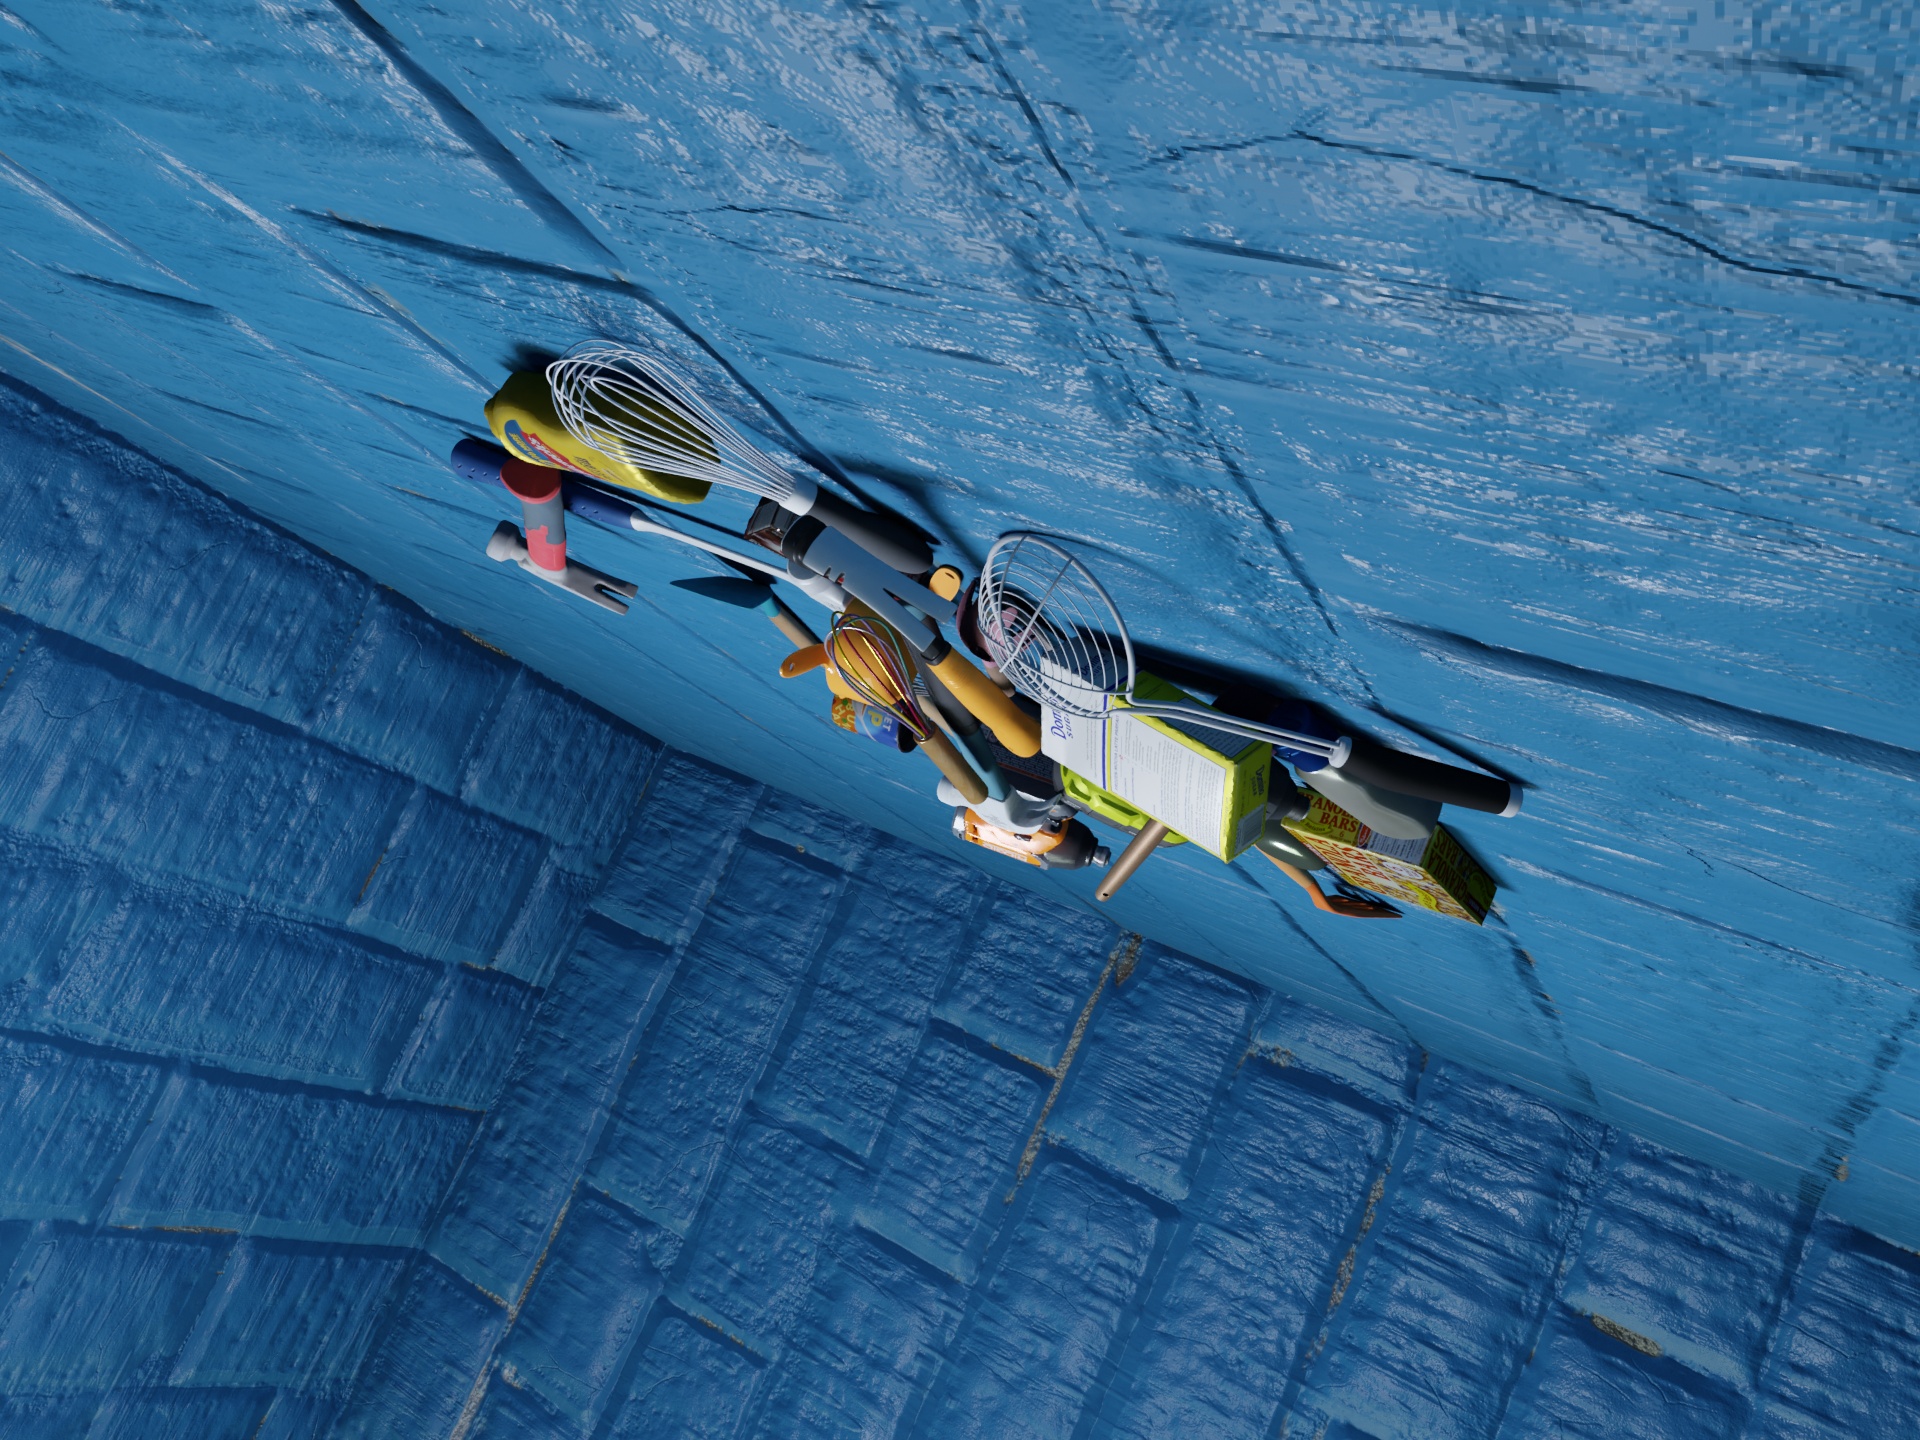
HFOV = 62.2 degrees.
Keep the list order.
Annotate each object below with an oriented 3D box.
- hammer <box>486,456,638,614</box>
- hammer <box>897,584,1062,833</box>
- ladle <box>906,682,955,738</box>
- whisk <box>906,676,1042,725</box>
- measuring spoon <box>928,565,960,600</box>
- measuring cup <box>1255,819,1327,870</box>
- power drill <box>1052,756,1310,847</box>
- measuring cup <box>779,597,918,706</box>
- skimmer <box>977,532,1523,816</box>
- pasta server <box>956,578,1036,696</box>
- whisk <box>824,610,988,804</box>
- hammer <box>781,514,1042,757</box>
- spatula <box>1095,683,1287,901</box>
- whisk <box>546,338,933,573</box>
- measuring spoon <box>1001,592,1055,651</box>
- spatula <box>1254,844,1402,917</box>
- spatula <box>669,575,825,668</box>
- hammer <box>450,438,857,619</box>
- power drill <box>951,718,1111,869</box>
[{"bbox_3d":[-0.338,-0.156,1.349,0.143,0.038,0.386,25,171,-11],"label":"hammer"},{"bbox_3d":[-0.002,-0.004,1.287,0.128,0.033,0.330,22,155,30],"label":"hammer"},{"bbox_3d":[-0.010,-0.011,1.582,0.078,0.062,0.319,15,160,45],"label":"ladle"},{"bbox_3d":[0.000,-0.024,1.434,0.239,0.055,0.055,21,171,-1],"label":"whisk"},{"bbox_3d":[-0.012,-0.097,1.161,0.021,0.011,0.117,32,167,-2],"label":"measuring spoon"},{"bbox_3d":[0.325,0.126,1.454,0.083,0.038,0.167,15,165,46],"label":"measuring cup"},{"bbox_3d":[0.171,0.044,1.282,0.171,0.080,0.223,26,168,-6],"label":"power drill"},{"bbox_3d":[-0.081,-0.047,1.246,0.052,0.095,0.173,19,-163,18],"label":"measuring cup"},{"bbox_3d":[0.183,-0.022,0.995,0.363,0.090,0.127,15,152,-8],"label":"skimmer"},{"bbox_3d":[0.032,-0.050,1.243,0.060,0.040,0.316,38,178,8],"label":"pasta server"},{"bbox_3d":[-0.037,-0.007,1.245,0.047,0.051,0.244,44,175,45],"label":"whisk"},{"bbox_3d":[-0.002,-0.035,1.097,0.127,0.034,0.336,35,177,29],"label":"hammer"},{"bbox_3d":[0.162,0.065,1.188,0.059,0.018,0.315,23,144,-5],"label":"spatula"},{"bbox_3d":[-0.129,-0.155,0.995,0.284,0.070,0.070,25,172,-34],"label":"whisk"},{"bbox_3d":[0.066,-0.062,1.152,0.034,0.018,0.124,34,174,46],"label":"measuring spoon"},{"bbox_3d":[0.336,0.141,1.576,0.081,0.041,0.322,16,163,46],"label":"spatula"},{"bbox_3d":[-0.178,-0.089,1.530,0.082,0.044,0.317,18,171,17],"label":"spatula"},{"bbox_3d":[-0.261,-0.163,1.346,0.406,0.035,0.144,21,170,21],"label":"hammer"},{"bbox_3d":[0.074,0.081,1.545,0.164,0.084,0.226,19,159,8],"label":"power drill"}]
